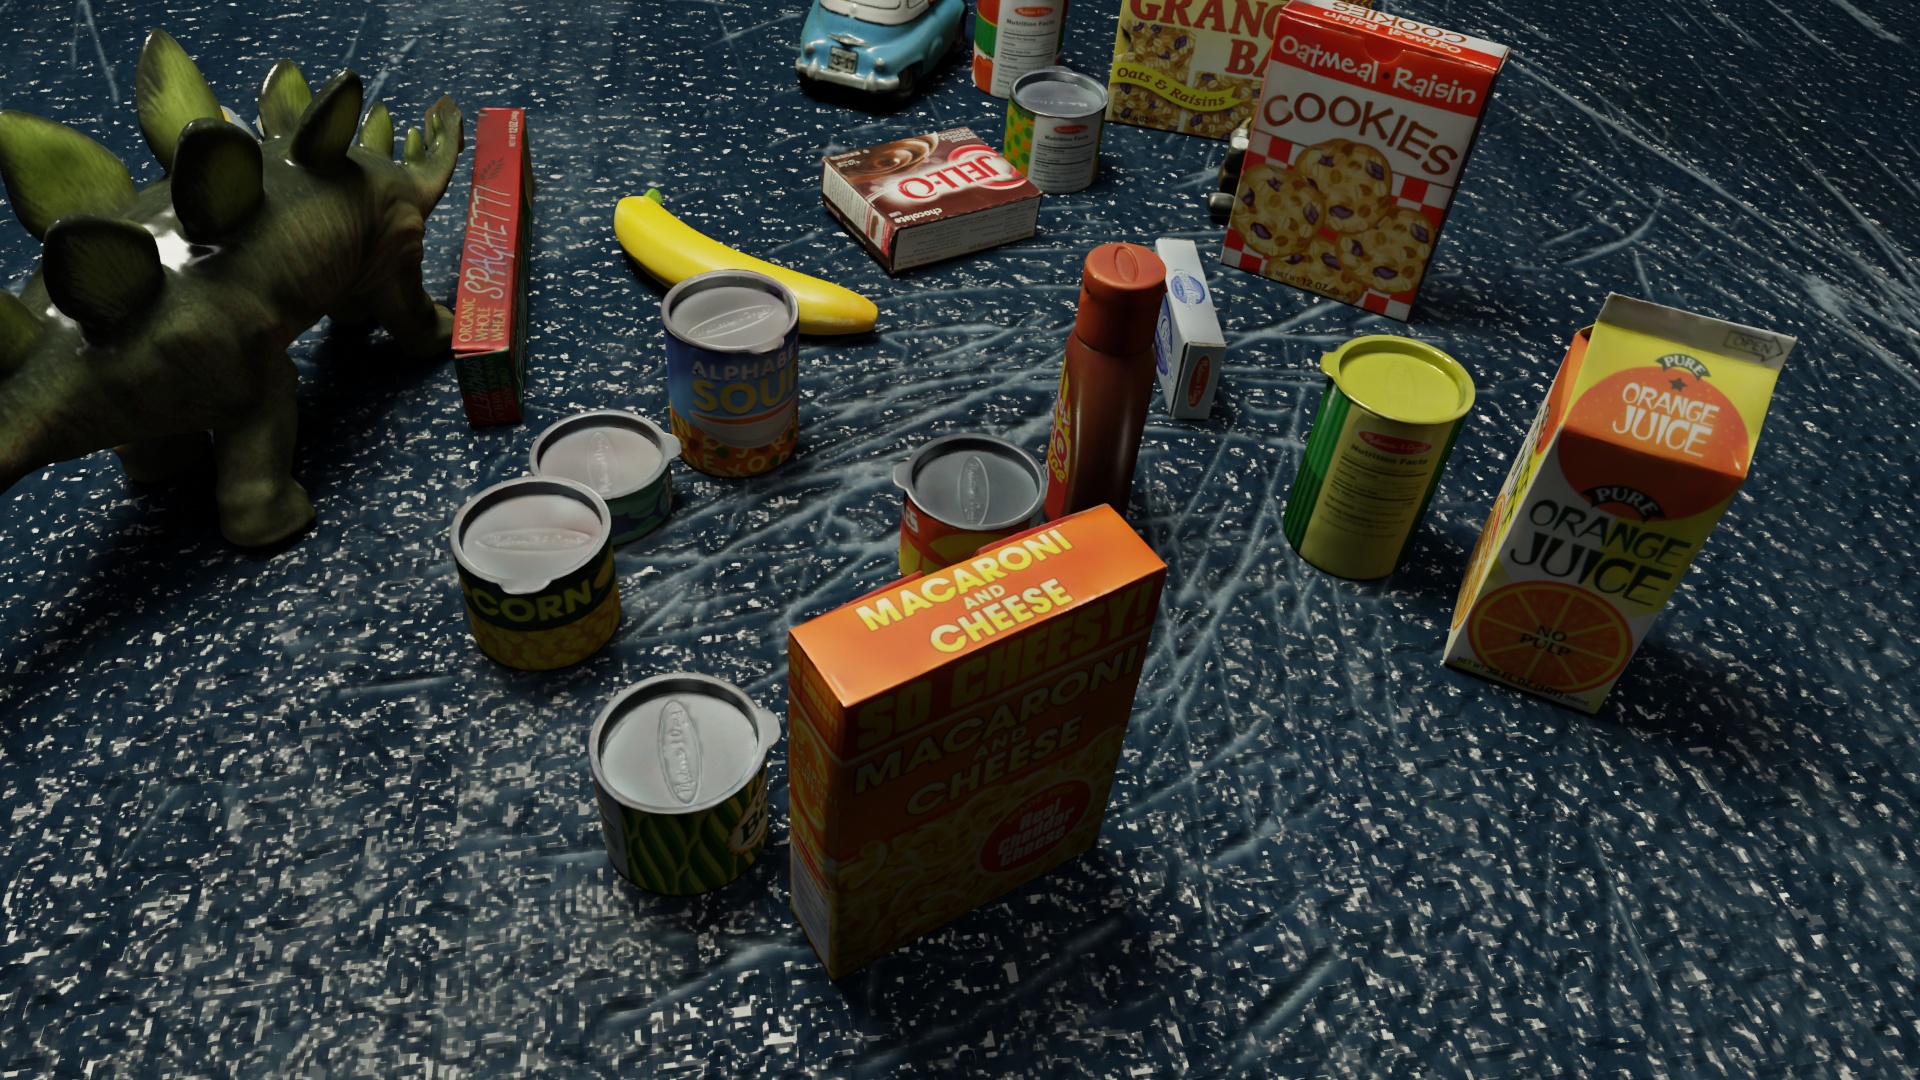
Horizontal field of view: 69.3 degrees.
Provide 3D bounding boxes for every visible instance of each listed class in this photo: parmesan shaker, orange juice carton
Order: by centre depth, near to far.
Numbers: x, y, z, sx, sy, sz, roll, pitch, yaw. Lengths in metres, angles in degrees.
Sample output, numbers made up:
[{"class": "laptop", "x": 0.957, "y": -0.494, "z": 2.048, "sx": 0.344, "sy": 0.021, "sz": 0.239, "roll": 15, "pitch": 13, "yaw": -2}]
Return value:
[{"class": "orange juice carton", "x": 0.279, "y": -0.019, "z": 0.601, "sx": 0.072, "sy": 0.191, "sz": 0.073, "roll": 19, "pitch": 46, "yaw": 13}, {"class": "parmesan shaker", "x": 0.198, "y": -0.040, "z": 0.677, "sx": 0.071, "sy": 0.102, "sz": 0.072, "roll": 3, "pitch": 45, "yaw": -3}]

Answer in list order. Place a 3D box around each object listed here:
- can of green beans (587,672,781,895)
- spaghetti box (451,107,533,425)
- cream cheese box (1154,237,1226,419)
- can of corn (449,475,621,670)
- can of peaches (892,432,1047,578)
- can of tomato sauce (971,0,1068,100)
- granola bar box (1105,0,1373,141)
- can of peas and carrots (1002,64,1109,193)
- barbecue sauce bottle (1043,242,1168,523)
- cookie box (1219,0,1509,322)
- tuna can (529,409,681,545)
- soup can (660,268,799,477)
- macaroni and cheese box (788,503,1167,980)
[{"class": "can of green beans", "x": -0.107, "y": 0.095, "z": 0.538, "sx": 0.071, "sy": 0.057, "sz": 0.071, "roll": 3, "pitch": 45, "yaw": -3}, {"class": "spaghetti box", "x": -0.262, "y": -0.163, "z": 0.787, "sx": 0.029, "sy": 0.049, "sz": 0.251, "roll": -5, "pitch": 45, "yaw": -11}, {"class": "cream cheese box", "x": 0.125, "y": -0.121, "z": 0.786, "sx": 0.024, "sy": 0.053, "sz": 0.104, "roll": 1, "pitch": 45, "yaw": -5}, {"class": "can of corn", "x": -0.185, "y": 0.017, "z": 0.608, "sx": 0.071, "sy": 0.058, "sz": 0.071, "roll": 3, "pitch": 45, "yaw": -3}, {"class": "can of peaches", "x": 0.002, "y": -0.008, "z": 0.655, "sx": 0.071, "sy": 0.057, "sz": 0.071, "roll": 3, "pitch": 45, "yaw": -3}, {"class": "can of tomato sauce", "x": 0.043, "y": -0.375, "z": 1.014, "sx": 0.071, "sy": 0.082, "sz": 0.071, "roll": 3, "pitch": 45, "yaw": -3}, {"class": "granola bar box", "x": 0.191, "y": -0.343, "z": 0.969, "sx": 0.166, "sy": 0.123, "sz": 0.039, "roll": 11, "pitch": 45, "yaw": 5}, {"class": "can of peas and carrots", "x": 0.062, "y": -0.276, "z": 0.933, "sx": 0.071, "sy": 0.058, "sz": 0.071, "roll": 3, "pitch": 45, "yaw": -3}, {"class": "barbecue sauce bottle", "x": 0.068, "y": -0.069, "z": 0.660, "sx": 0.044, "sy": 0.147, "sz": 0.065, "roll": 2, "pitch": 45, "yaw": -5}, {"class": "cookie box", "x": 0.233, "y": -0.224, "z": 0.822, "sx": 0.123, "sy": 0.166, "sz": 0.040, "roll": 22, "pitch": 47, "yaw": 15}, {"class": "tuna can", "x": -0.171, "y": -0.031, "z": 0.676, "sx": 0.071, "sy": 0.032, "sz": 0.071, "roll": 3, "pitch": 44, "yaw": -3}, {"class": "soup can", "x": -0.113, "y": -0.081, "z": 0.698, "sx": 0.071, "sy": 0.083, "sz": 0.072, "roll": 3, "pitch": 45, "yaw": -3}, {"class": "macaroni and cheese box", "x": 0.001, "y": 0.074, "z": 0.494, "sx": 0.124, "sy": 0.165, "sz": 0.040, "roll": -21, "pitch": 51, "yaw": -25}]
